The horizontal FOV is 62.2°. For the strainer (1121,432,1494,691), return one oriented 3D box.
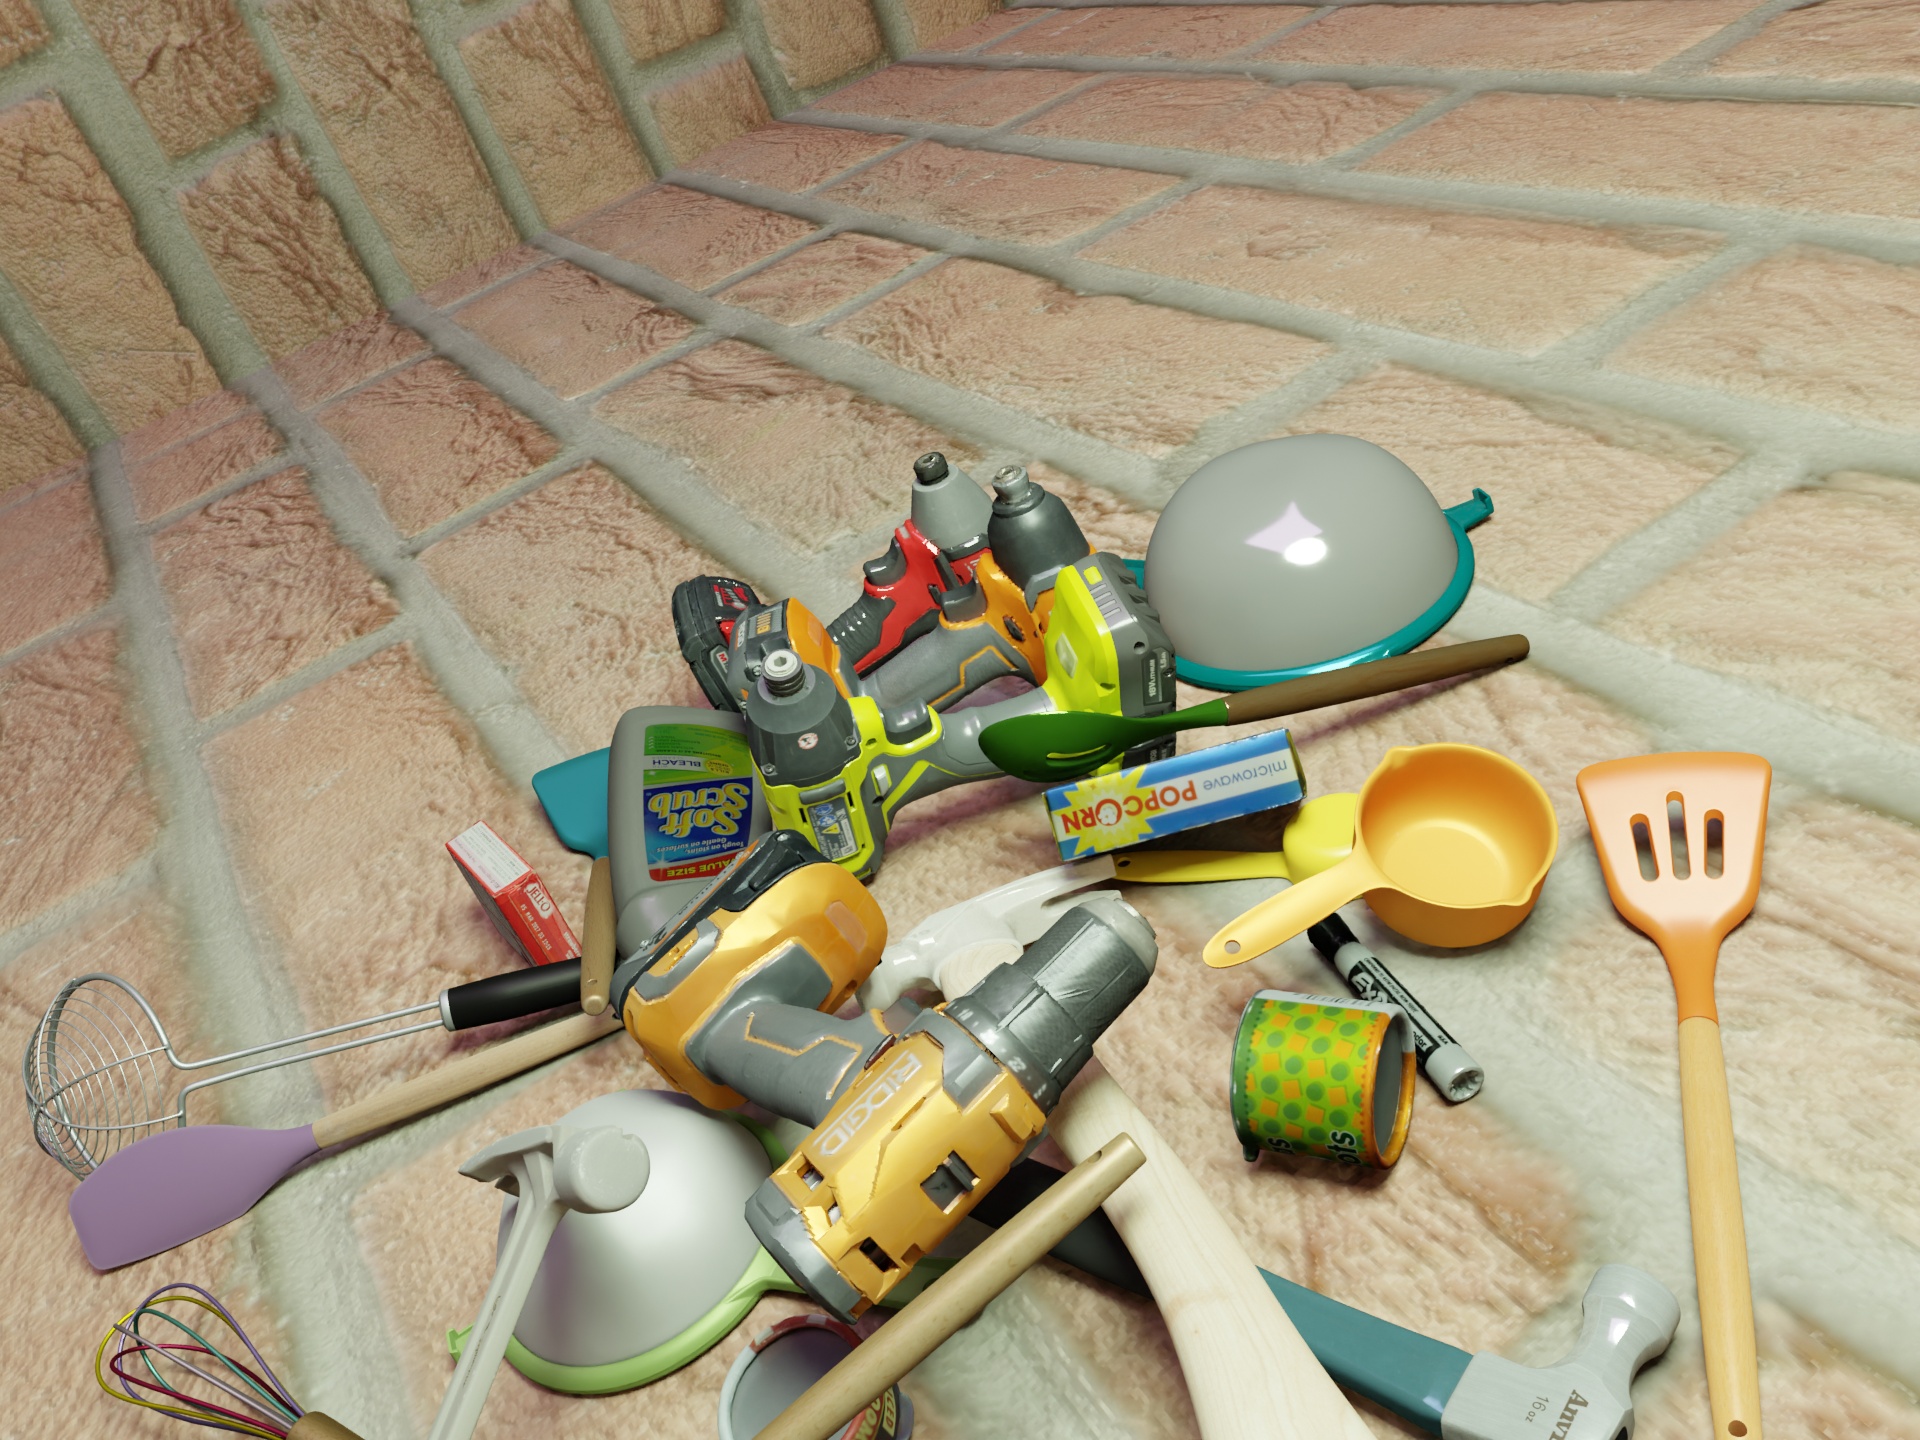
[{"bbox_3d":[0.148,-0.122,1.011,0.340,0.095,0.211,7,43,36],"label":"strainer"}]

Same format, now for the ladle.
[{"bbox_3d":[-0.055,0.258,0.545,0.320,0.062,0.078,-39,11,-4],"label":"ladle"}]

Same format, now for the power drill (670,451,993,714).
[{"bbox_3d":[-0.068,-0.077,1.033,0.219,0.143,0.079,-25,35,0],"label":"power drill"}]

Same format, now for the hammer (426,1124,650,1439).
[{"bbox_3d":[-0.208,0.316,0.552,0.149,0.036,0.359,-29,36,51],"label":"hammer"}]

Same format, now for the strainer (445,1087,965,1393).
[{"bbox_3d":[-0.109,0.216,0.692,0.256,0.069,0.151,-2,37,30],"label":"strainer"}]

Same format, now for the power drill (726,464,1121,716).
[{"bbox_3d":[-0.021,-0.051,0.948,0.226,0.164,0.084,-19,33,8],"label":"power drill"}]

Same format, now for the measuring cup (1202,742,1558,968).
[{"bbox_3d":[0.186,0.078,0.719,0.173,0.052,0.095,-27,54,-8],"label":"measuring cup"}]

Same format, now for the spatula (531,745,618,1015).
[{"bbox_3d":[-0.216,0.088,0.937,0.082,0.044,0.318,-18,20,-6],"label":"spatula"}]

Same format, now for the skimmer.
[{"bbox_3d":[-0.345,0.174,0.899,0.363,0.127,0.090,-13,0,-7],"label":"skimmer"}]

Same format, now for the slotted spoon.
[{"bbox_3d":[0.162,-0.010,0.838,0.313,0.070,0.031,-12,68,-14],"label":"slotted spoon"}]

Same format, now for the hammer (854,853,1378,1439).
[{"bbox_3d":[0.066,0.162,0.628,0.146,0.038,0.411,-20,22,-10],"label":"hammer"}]

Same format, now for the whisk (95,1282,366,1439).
[{"bbox_3d":[-0.303,0.310,0.699,0.245,0.051,0.047,10,10,33],"label":"whisk"}]

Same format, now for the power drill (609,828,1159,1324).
[{"bbox_3d":[-0.036,0.119,0.662,0.185,0.084,0.226,-43,31,-13],"label":"power drill"}]

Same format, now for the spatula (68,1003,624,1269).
[{"bbox_3d":[-0.321,0.211,0.855,0.316,0.060,0.018,-21,0,-6],"label":"spatula"}]

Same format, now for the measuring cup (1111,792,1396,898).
[{"bbox_3d":[0.142,0.063,0.803,0.156,0.029,0.062,-4,36,21],"label":"measuring cup"}]

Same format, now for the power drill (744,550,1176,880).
[{"bbox_3d":[-0.001,-0.003,0.854,0.223,0.171,0.080,-19,52,-8],"label":"power drill"}]

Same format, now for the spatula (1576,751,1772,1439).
[{"bbox_3d":[0.285,0.131,0.613,0.081,0.041,0.323,-5,37,23],"label":"spatula"}]

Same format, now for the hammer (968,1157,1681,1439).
[{"bbox_3d":[0.087,0.213,0.618,0.331,0.033,0.128,11,44,41],"label":"hammer"}]
